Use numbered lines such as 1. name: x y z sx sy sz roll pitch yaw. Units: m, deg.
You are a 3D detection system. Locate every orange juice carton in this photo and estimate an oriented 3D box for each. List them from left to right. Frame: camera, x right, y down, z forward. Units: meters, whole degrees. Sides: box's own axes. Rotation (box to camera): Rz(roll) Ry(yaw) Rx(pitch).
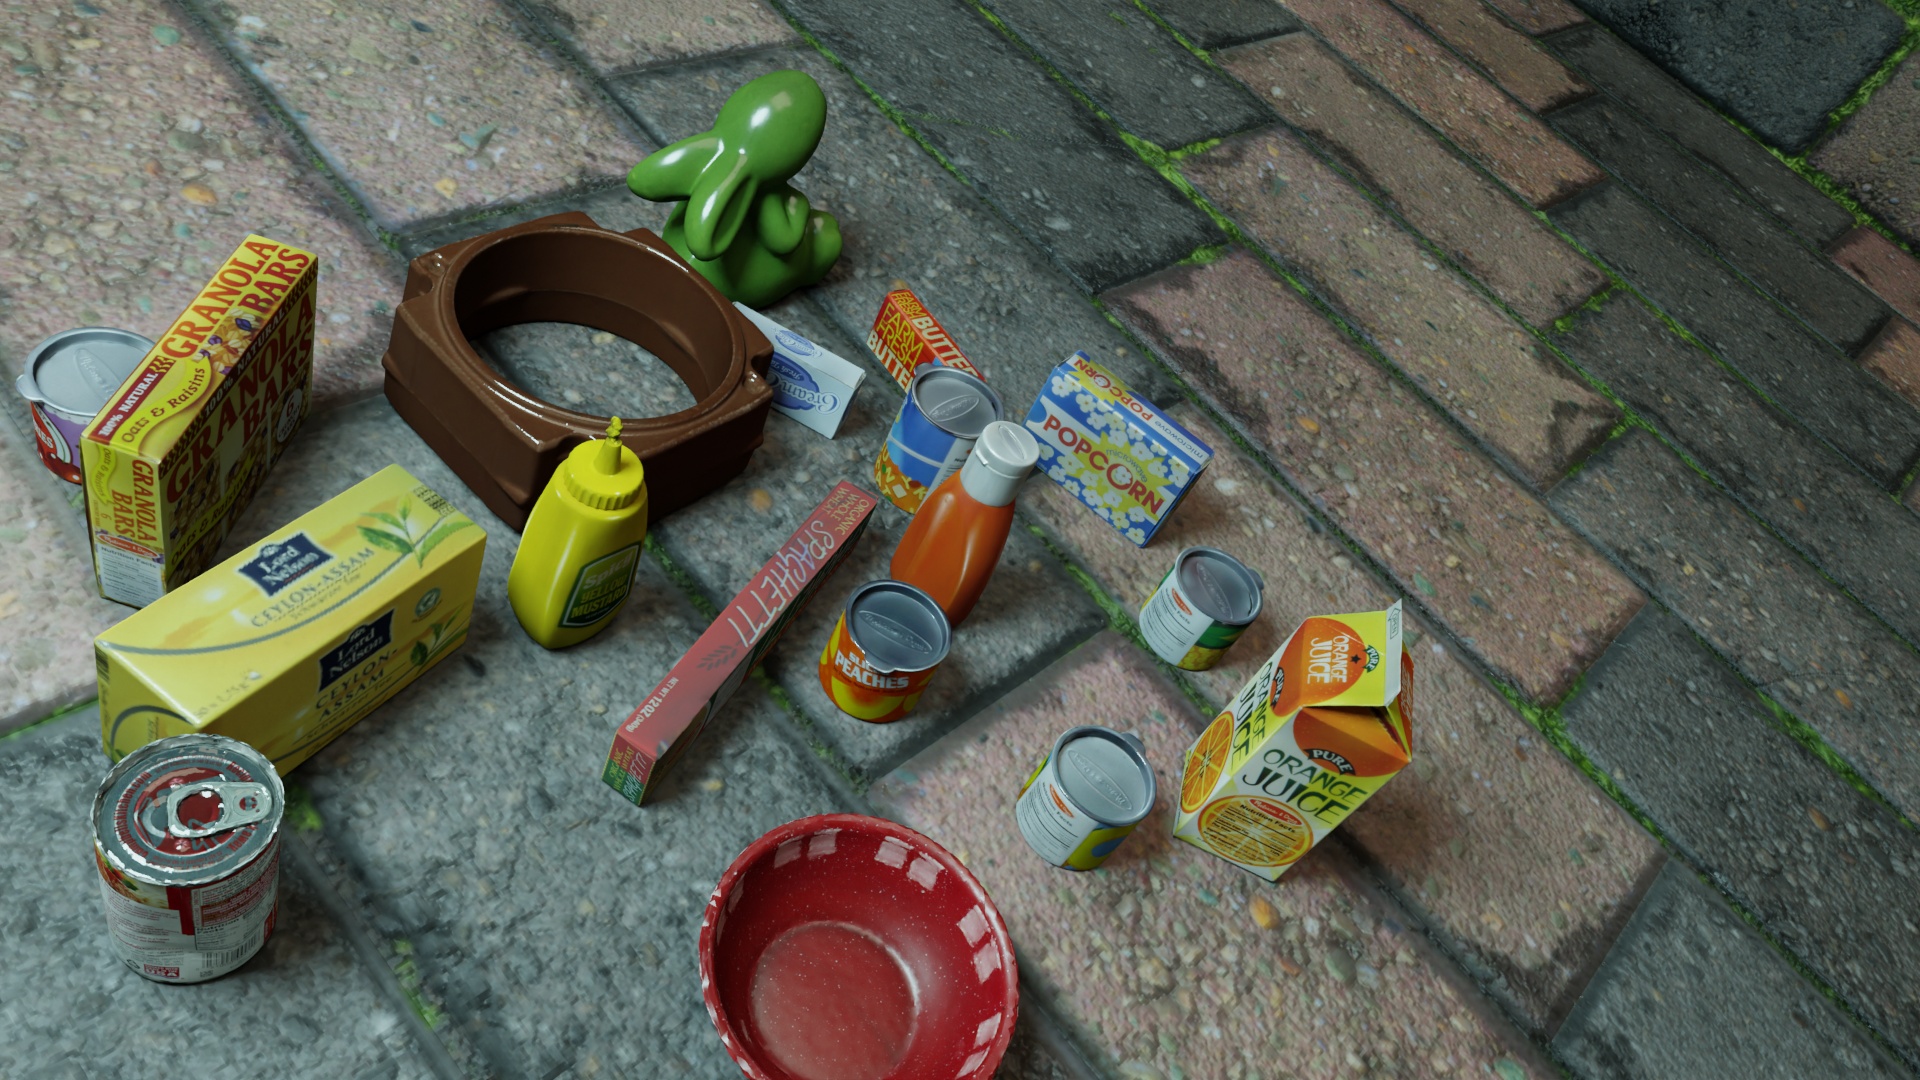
1. orange juice carton: 0.204 0.115 0.815 0.073 0.191 0.072 25 44 -4

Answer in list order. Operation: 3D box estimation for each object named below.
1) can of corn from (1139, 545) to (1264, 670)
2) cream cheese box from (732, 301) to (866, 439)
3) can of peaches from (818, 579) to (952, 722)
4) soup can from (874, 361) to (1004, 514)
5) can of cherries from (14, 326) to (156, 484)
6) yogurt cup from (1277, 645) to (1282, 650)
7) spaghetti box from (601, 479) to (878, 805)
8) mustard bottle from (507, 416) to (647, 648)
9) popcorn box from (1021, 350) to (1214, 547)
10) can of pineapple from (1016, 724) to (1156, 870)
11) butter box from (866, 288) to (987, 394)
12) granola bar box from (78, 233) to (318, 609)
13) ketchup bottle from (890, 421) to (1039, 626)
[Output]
1. can of corn: 0.166 0.047 0.954 0.071 0.058 0.071 14 46 -15
2. cream cheese box: -0.121 -0.117 0.958 0.104 0.053 0.024 28 44 -1
3. can of peaches: -0.047 0.068 0.826 0.071 0.057 0.071 14 46 -15
4. soup can: -0.017 -0.069 0.946 0.071 0.083 0.072 14 46 -15
5. can of cherries: -0.459 -0.070 0.739 0.071 0.058 0.072 14 46 -15
6. yogurt cup: 0.229 0.109 0.933 0.072 0.053 0.073 14 46 -15
7. spaghetti box: -0.121 0.050 0.810 0.029 0.050 0.251 33 44 3
8. mustard bottle: -0.199 -0.006 0.742 0.049 0.159 0.065 46 46 16
9. popcorn box: 0.109 -0.066 1.008 0.127 0.084 0.038 39 45 9
10. can of pineapple: 0.074 0.150 0.813 0.071 0.057 0.071 14 46 -15
11. butter box: -0.027 -0.132 1.021 0.024 0.052 0.104 -19 62 -38
12. granola bar box: -0.390 -0.062 0.720 0.039 0.123 0.166 19 45 -11
13. ketchup bottle: 0.003 -0.011 0.858 0.044 0.148 0.065 -13 58 -35
